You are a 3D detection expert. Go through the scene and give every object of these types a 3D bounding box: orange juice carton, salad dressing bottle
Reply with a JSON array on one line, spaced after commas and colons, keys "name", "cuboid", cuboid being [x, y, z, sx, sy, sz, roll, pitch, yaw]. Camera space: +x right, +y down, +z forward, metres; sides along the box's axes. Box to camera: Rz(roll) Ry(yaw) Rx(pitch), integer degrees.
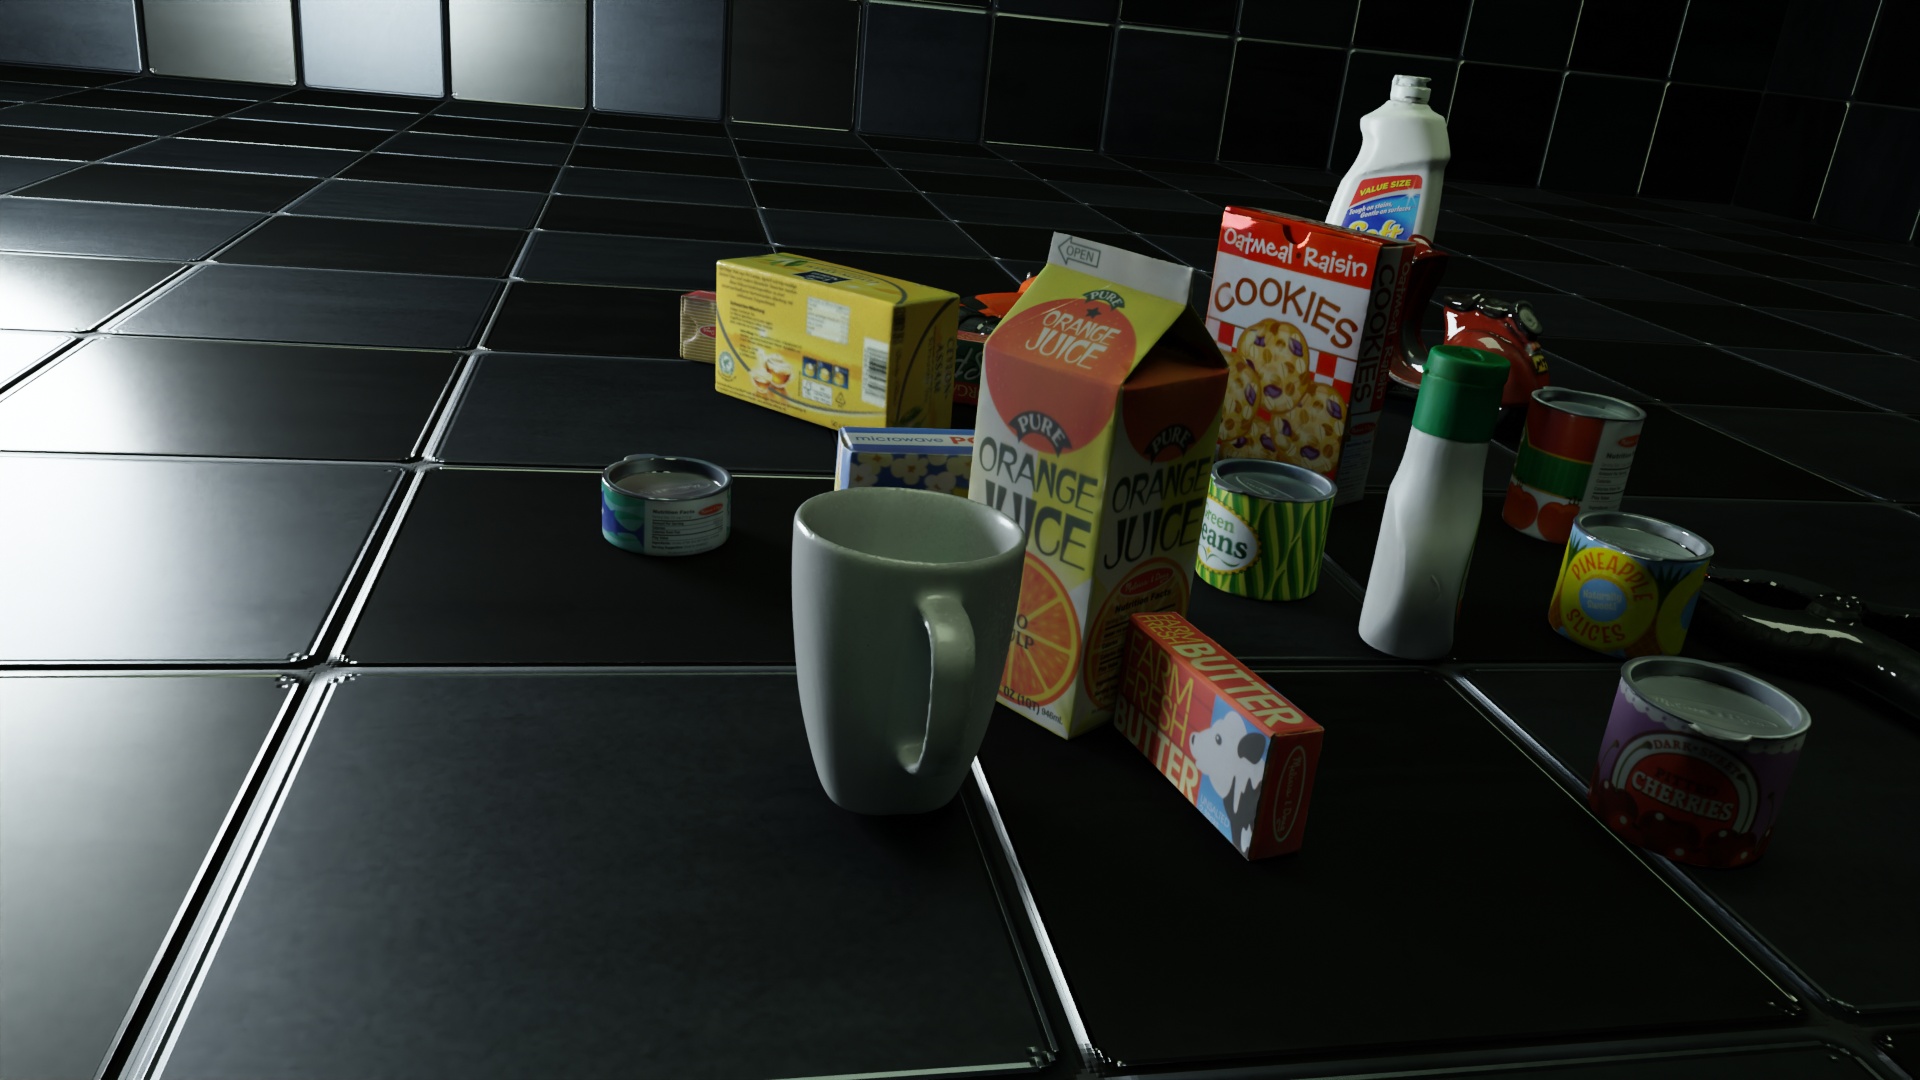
[{"name": "orange juice carton", "cuboid": [0.053, -0.025, 0.573, 0.073, 0.191, 0.072, -15, 29, -43]}, {"name": "salad dressing bottle", "cuboid": [0.226, -0.018, 0.662, 0.044, 0.147, 0.064, 9, 21, 8]}]

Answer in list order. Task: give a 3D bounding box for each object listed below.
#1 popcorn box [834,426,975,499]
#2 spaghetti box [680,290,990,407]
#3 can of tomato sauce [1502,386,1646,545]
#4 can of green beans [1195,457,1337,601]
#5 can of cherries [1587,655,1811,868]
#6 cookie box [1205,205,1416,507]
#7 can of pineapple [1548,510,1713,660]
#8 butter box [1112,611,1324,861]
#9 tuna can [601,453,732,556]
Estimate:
[{"name": "popcorn box", "cuboid": [0.002, -0.008, 0.664, 0.127, 0.085, 0.038, 0, 22, -14]}, {"name": "spaghetti box", "cuboid": [-0.086, -0.141, 1.024, 0.250, 0.050, 0.029, 10, 21, 11]}, {"name": "can of tomato sauce", "cuboid": [0.379, -0.047, 0.865, 0.071, 0.082, 0.071, 5, 21, -2]}, {"name": "can of green beans", "cuboid": [0.161, -0.006, 0.739, 0.071, 0.057, 0.071, 5, 21, -2]}, {"name": "can of cherries", "cuboid": [0.283, 0.086, 0.538, 0.071, 0.058, 0.072, 5, 21, -2]}, {"name": "cookie box", "cuboid": [0.214, -0.121, 0.893, 0.040, 0.166, 0.123, -12, 27, -39]}, {"name": "can of pineapple", "cuboid": [0.341, 0.023, 0.712, 0.071, 0.057, 0.071, 5, 21, -2]}, {"name": "butter box", "cuboid": [0.095, 0.071, 0.532, 0.024, 0.053, 0.104, -4, 23, -23]}, {"name": "tuna can", "cuboid": [-0.154, -0.019, 0.721, 0.071, 0.032, 0.071, 5, 21, -2]}]
